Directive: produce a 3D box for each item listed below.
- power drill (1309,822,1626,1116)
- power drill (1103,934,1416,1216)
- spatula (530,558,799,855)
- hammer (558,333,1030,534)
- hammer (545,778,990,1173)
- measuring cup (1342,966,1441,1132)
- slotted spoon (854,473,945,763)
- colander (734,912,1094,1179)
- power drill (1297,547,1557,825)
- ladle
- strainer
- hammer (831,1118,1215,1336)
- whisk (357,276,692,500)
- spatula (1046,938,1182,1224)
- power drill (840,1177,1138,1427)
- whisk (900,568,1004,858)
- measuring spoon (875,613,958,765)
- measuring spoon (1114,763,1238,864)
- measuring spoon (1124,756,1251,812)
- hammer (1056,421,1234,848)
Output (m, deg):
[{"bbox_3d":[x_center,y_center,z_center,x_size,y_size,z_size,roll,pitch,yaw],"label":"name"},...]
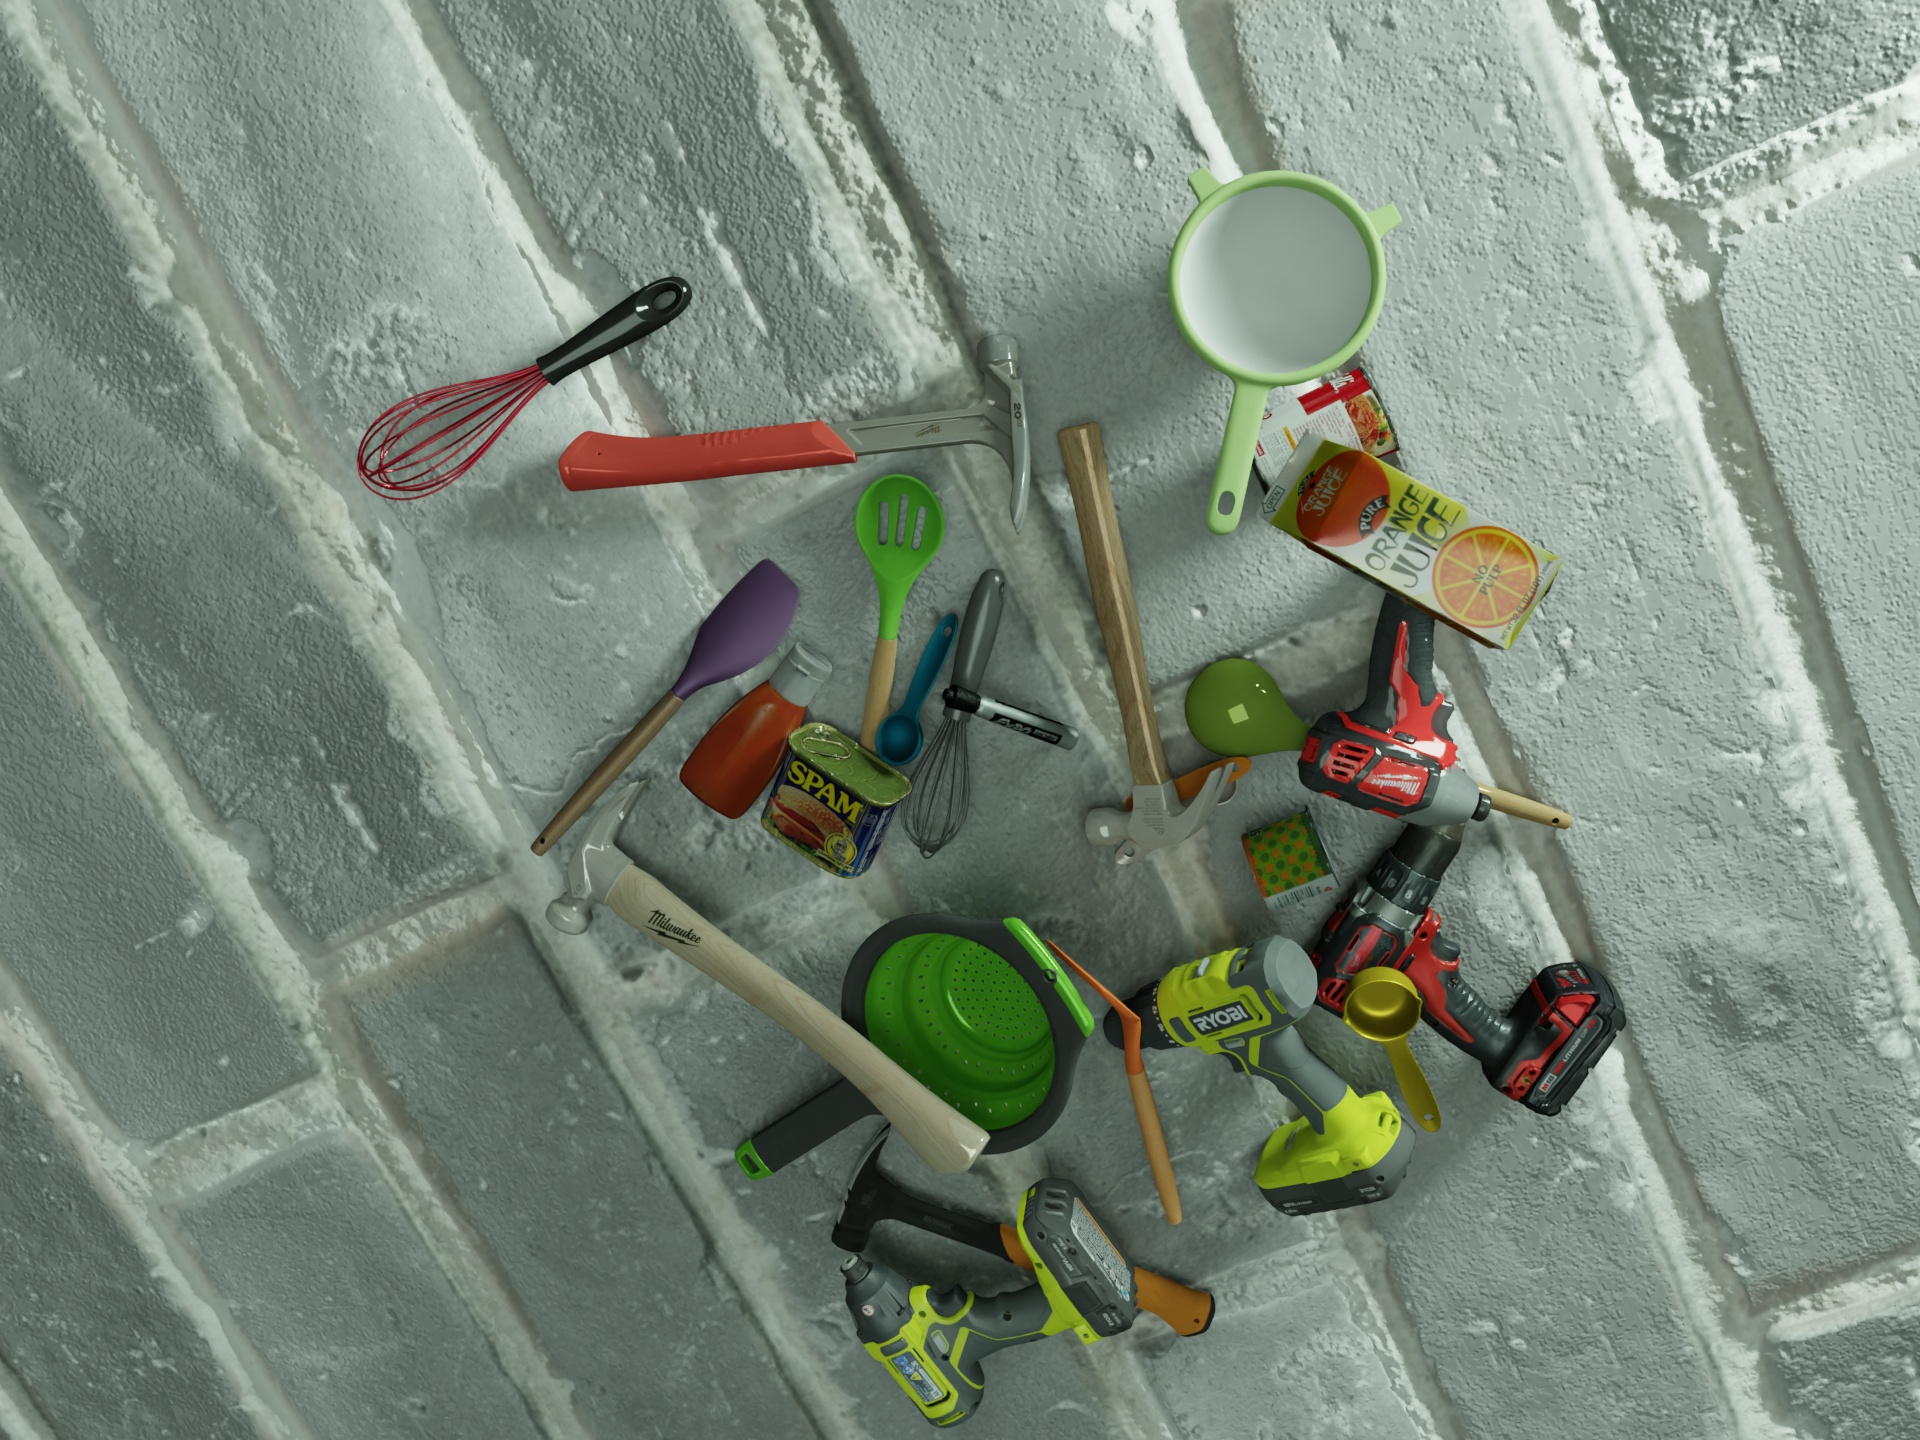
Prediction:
[{"bbox_3d":[0.406,0.188,1.260,0.226,0.080,0.188,29,106,0],"label":"power drill"},{"bbox_3d":[0.239,0.287,1.281,0.190,0.080,0.228,-28,105,40],"label":"power drill"},{"bbox_3d":[-0.242,-0.001,1.282,0.316,0.018,0.060,-45,80,12],"label":"spatula"},{"bbox_3d":[-0.127,-0.197,1.196,0.359,0.036,0.149,-5,78,10],"label":"hammer"},{"bbox_3d":[-0.145,0.214,1.274,0.411,0.038,0.146,35,106,12],"label":"hammer"},{"bbox_3d":[0.345,0.257,1.243,0.062,0.029,0.156,-19,113,19],"label":"measuring cup"},{"bbox_3d":[-0.064,-0.042,1.259,0.070,0.031,0.313,10,108,2],"label":"slotted spoon"},{"bbox_3d":[-0.042,0.278,1.321,0.397,0.094,0.204,-38,86,31],"label":"colander"},{"bbox_3d":[0.351,-0.032,1.176,0.143,0.078,0.219,19,93,-1],"label":"power drill"},{"bbox_3d":[0.328,0.028,1.245,0.320,0.062,0.078,17,110,-7],"label":"ladle"},{"bbox_3d":[0.211,-0.256,1.137,0.151,0.069,0.256,12,92,4],"label":"strainer"},{"bbox_3d":[0.063,0.454,1.381,0.337,0.034,0.127,20,107,-1],"label":"hammer"},{"bbox_3d":[-0.332,-0.256,1.209,0.296,0.073,0.073,-29,101,5],"label":"whisk"},{"bbox_3d":[0.138,0.303,1.290,0.041,0.081,0.322,-28,123,-18],"label":"spatula"},{"bbox_3d":[0.020,0.484,1.338,0.223,0.080,0.171,-31,102,17],"label":"power drill"},{"bbox_3d":[-0.001,-0.004,1.257,0.055,0.055,0.239,14,101,1],"label":"whisk"},{"bbox_3d":[-0.027,-0.023,1.251,0.042,0.021,0.128,26,93,32],"label":"measuring spoon"},{"bbox_3d":[0.172,0.076,1.281,0.124,0.018,0.034,-41,98,20],"label":"measuring spoon"},{"bbox_3d":[0.179,0.050,1.251,0.117,0.011,0.021,-25,106,34],"label":"measuring spoon"},{"bbox_3d":[0.126,-0.062,1.216,0.130,0.031,0.331,-5,101,40],"label":"hammer"}]
